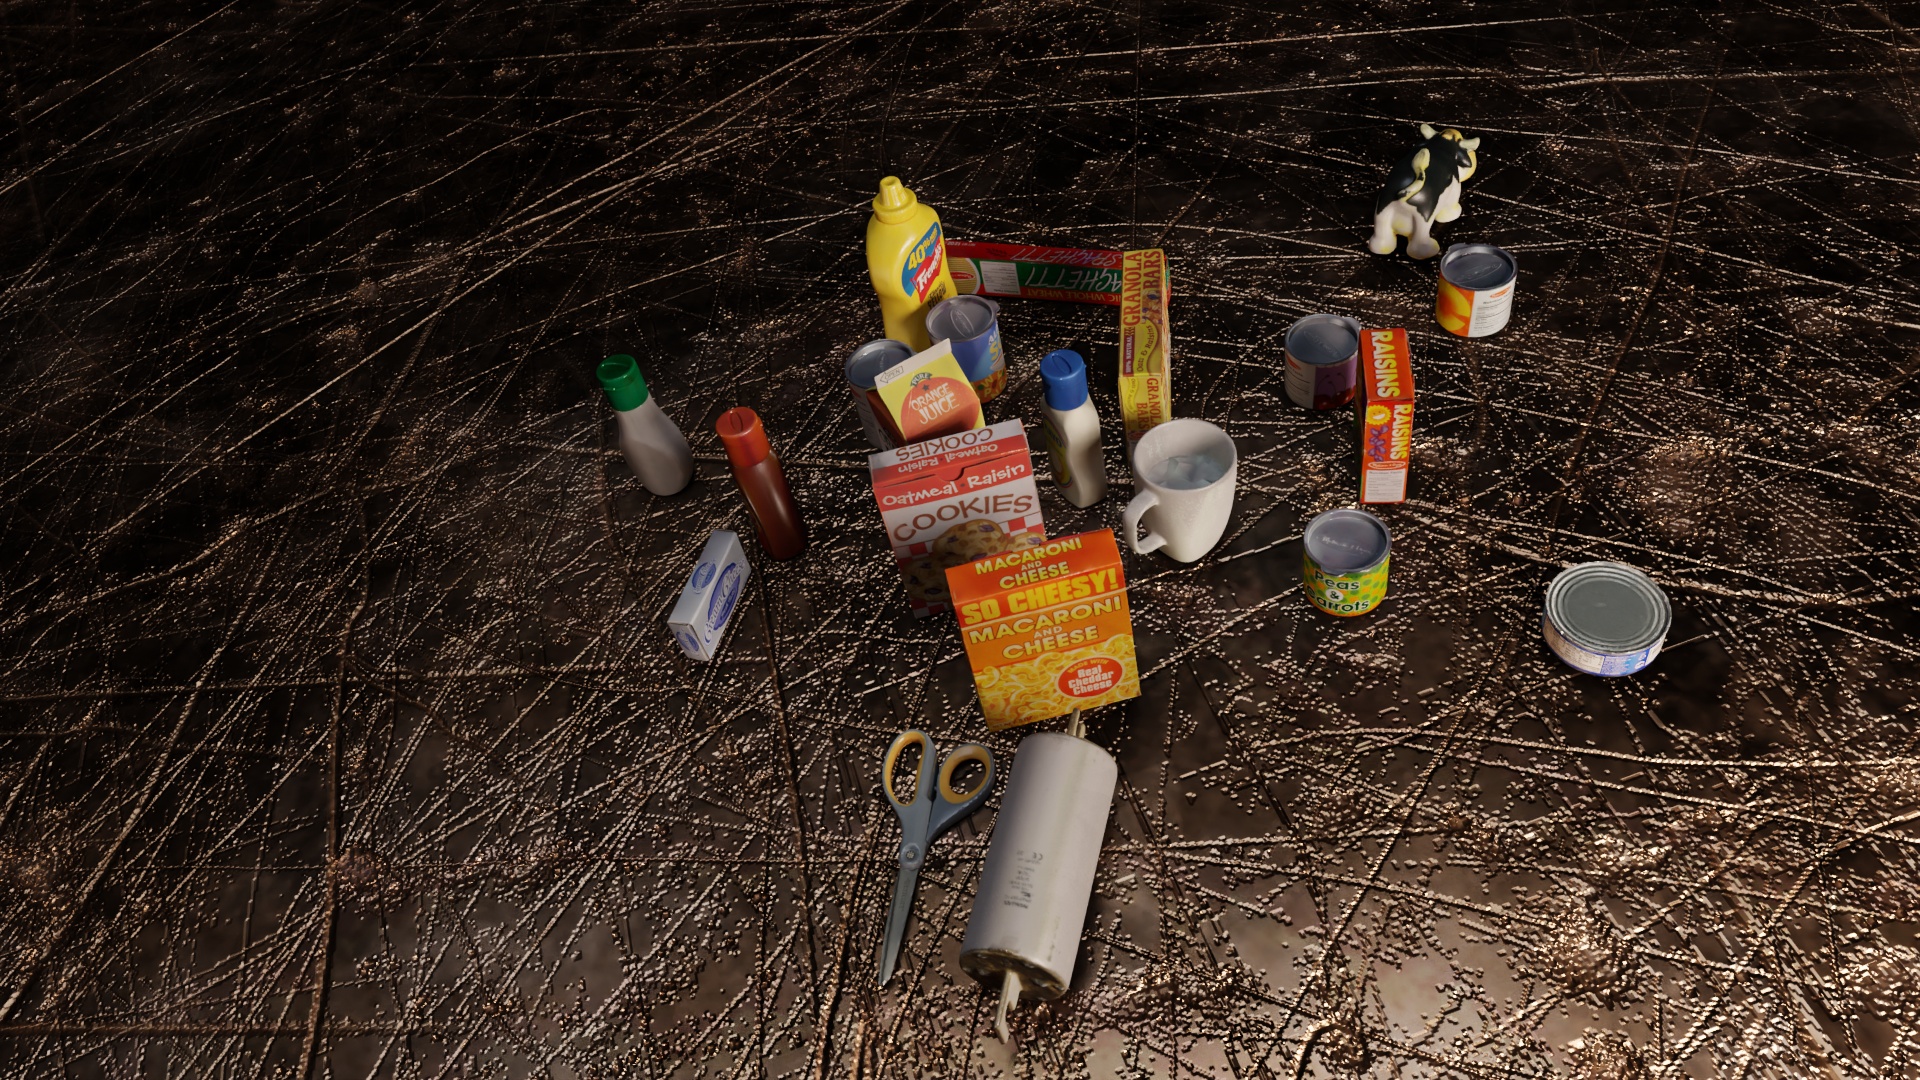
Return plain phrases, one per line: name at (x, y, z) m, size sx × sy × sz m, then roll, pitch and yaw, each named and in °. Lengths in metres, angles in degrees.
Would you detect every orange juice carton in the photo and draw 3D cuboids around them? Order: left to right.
orange juice carton at (-0.022, -0.083, 1.166) m, size 0.072 × 0.191 × 0.073 m, roll -29°, pitch 50°, yaw -13°

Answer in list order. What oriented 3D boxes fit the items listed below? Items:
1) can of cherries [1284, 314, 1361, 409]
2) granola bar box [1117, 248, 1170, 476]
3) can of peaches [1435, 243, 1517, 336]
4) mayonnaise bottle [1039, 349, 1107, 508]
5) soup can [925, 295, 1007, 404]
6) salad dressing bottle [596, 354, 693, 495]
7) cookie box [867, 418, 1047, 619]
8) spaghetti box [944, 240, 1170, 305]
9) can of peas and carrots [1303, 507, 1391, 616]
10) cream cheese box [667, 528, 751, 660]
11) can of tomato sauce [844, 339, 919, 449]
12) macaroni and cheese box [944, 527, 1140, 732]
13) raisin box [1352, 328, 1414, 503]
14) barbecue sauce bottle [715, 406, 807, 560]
can of cherries at (0.326, -0.160, 1.244) m, size 0.071 × 0.058 × 0.072 m, roll -6°, pitch 49°, yaw 7°
granola bar box at (0.164, -0.158, 1.235) m, size 0.039 × 0.123 × 0.166 m, roll -2°, pitch 49°, yaw 11°
can of peaches at (0.471, -0.230, 1.273) m, size 0.071 × 0.057 × 0.071 m, roll -6°, pitch 49°, yaw 7°
mayonnaise bottle at (0.094, -0.096, 1.181) m, size 0.041 × 0.147 × 0.065 m, roll -26°, pitch 49°, yaw -10°
soup can at (0.009, -0.180, 1.316) m, size 0.071 × 0.083 × 0.072 m, roll -6°, pitch 49°, yaw 7°
salad dressing bottle at (-0.291, -0.105, 1.275) m, size 0.064 × 0.147 × 0.044 m, roll 9°, pitch 52°, yaw 20°
cookie box at (0.004, -0.014, 1.116) m, size 0.123 × 0.166 × 0.040 m, roll -14°, pitch 48°, yaw 0°
spaghetti box at (0.088, -0.268, 1.397) m, size 0.250 × 0.050 × 0.029 m, roll 8°, pitch 52°, yaw 19°
can of peas and carrots at (0.303, 0.019, 1.093) m, size 0.071 × 0.058 × 0.071 m, roll -6°, pitch 49°, yaw 7°
cream cheese box at (-0.213, 0.046, 1.189) m, size 0.024 × 0.053 × 0.104 m, roll 6°, pitch 51°, yaw 18°
can of tomato sauce at (-0.064, -0.135, 1.294) m, size 0.071 × 0.082 × 0.071 m, roll -6°, pitch 49°, yaw 7°
macaroni and cheese box at (0.064, 0.069, 1.031) m, size 0.124 × 0.165 × 0.040 m, roll -14°, pitch 48°, yaw 0°
raisin box at (0.348, -0.102, 1.145) m, size 0.040 × 0.122 × 0.086 m, roll -1°, pitch 50°, yaw 12°
barbecue sauce bottle at (-0.172, -0.051, 1.201) m, size 0.044 × 0.147 × 0.065 m, roll -21°, pitch 49°, yaw -6°
